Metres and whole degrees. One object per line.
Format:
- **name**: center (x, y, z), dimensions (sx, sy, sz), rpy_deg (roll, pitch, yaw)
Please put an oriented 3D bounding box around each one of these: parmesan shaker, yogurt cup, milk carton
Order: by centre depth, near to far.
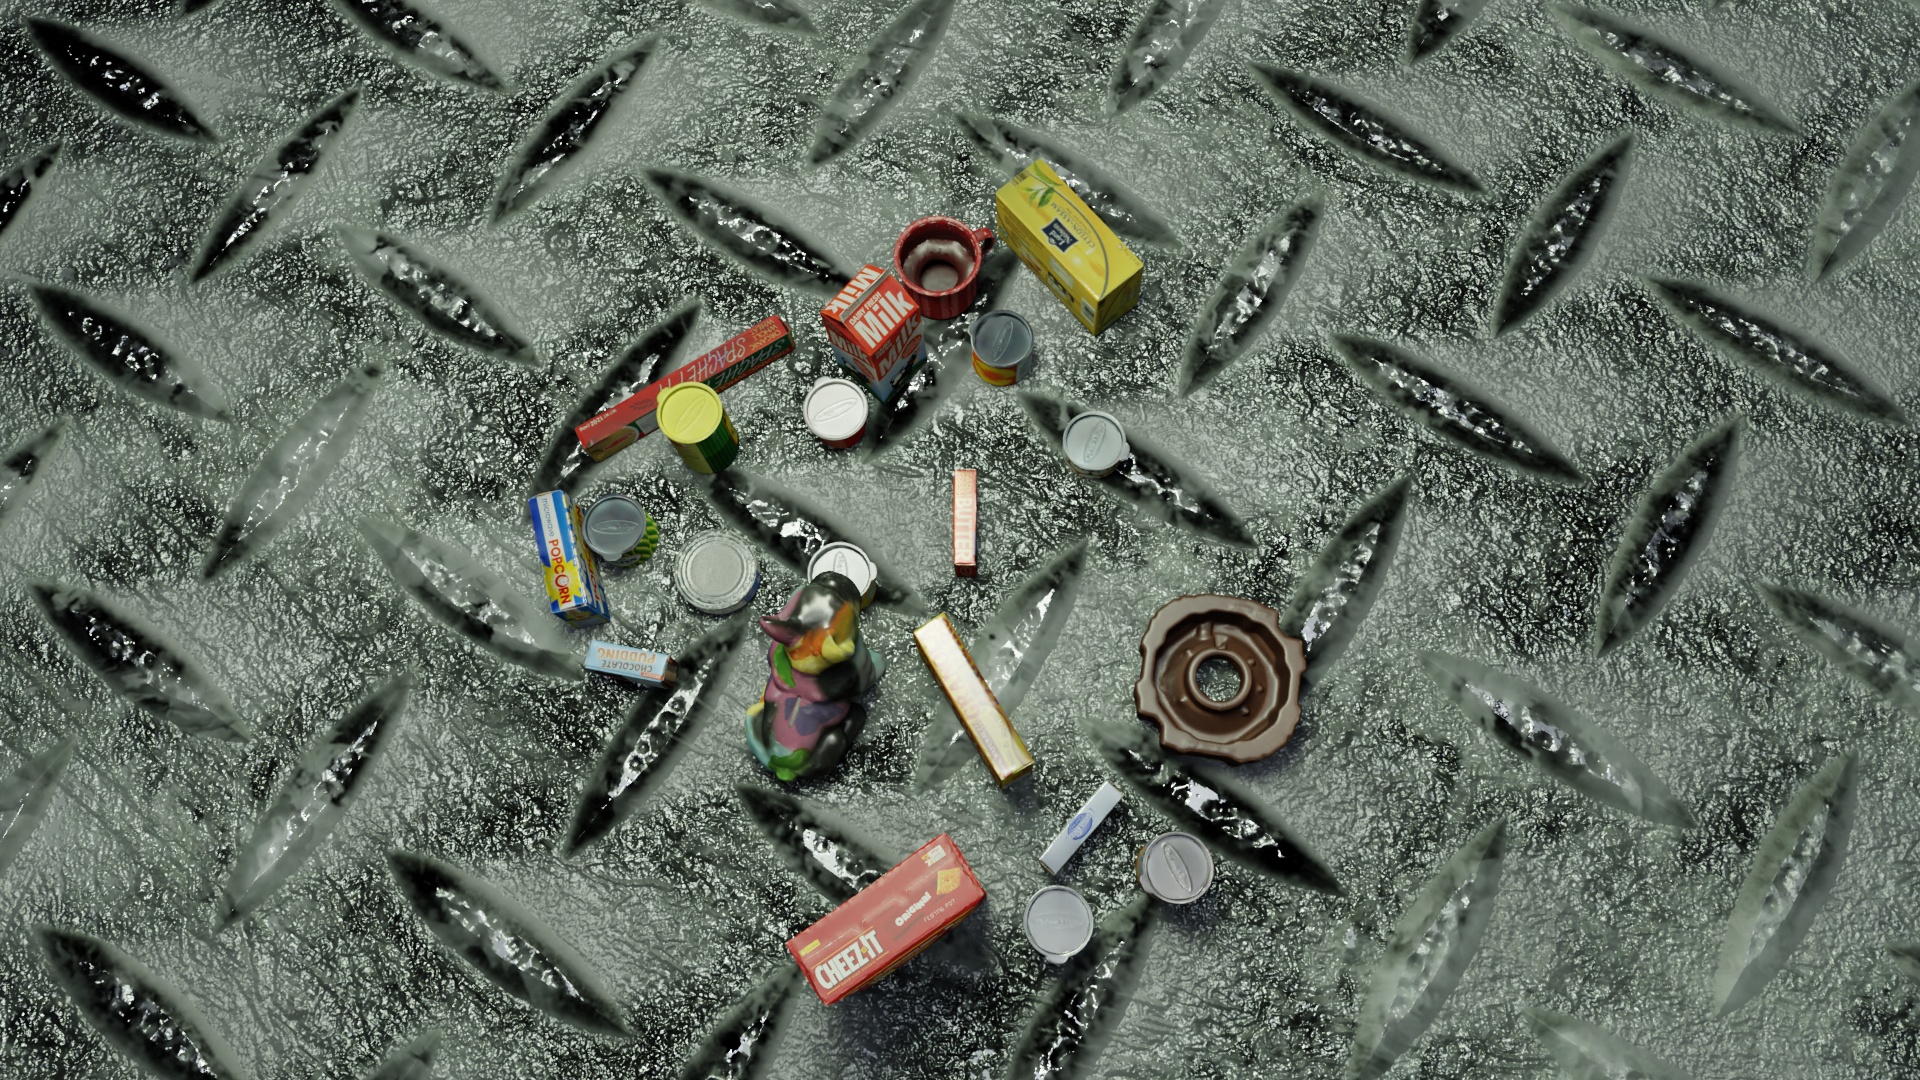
- **milk carton**: center (-0.088, -0.216, 1.423), dimensions (0.073, 0.190, 0.072), rpy_deg (41, 80, 11)
- **parmesan shaker**: center (-0.273, -0.118, 1.446), dimensions (0.071, 0.103, 0.071), rpy_deg (0, 75, 2)
- **yogurt cup**: center (-0.130, -0.131, 1.472), dimensions (0.072, 0.054, 0.072), rpy_deg (0, 75, 1)

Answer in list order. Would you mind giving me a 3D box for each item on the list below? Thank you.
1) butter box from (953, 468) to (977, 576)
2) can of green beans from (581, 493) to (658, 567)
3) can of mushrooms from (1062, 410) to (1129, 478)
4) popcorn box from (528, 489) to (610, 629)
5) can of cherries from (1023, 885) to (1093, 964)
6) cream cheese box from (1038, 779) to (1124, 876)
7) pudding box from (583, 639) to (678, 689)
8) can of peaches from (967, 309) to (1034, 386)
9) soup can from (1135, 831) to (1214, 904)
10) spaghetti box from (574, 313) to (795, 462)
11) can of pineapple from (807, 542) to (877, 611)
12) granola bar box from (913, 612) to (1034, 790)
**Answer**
- **butter box**: center (0.005, -0.018, 1.438), dimensions (0.024, 0.053, 0.104), rpy_deg (0, 75, 2)
- **can of green beans**: center (-0.353, -0.009, 1.442), dimensions (0.071, 0.057, 0.071), rpy_deg (0, 75, 1)
- **can of mushrooms**: center (0.143, -0.099, 1.466), dimensions (0.071, 0.033, 0.071), rpy_deg (0, 75, 1)
- **popcorn box**: center (-0.400, 0.020, 1.421), dimensions (0.038, 0.085, 0.127), rpy_deg (-16, 75, -2)
- **can of cherries**: center (0.092, 0.367, 1.328), dimensions (0.071, 0.058, 0.071), rpy_deg (0, 75, 1)
- **cream cheese box**: center (0.116, 0.280, 1.354), dimensions (0.024, 0.053, 0.104), rpy_deg (41, 80, 11)
- **pudding box**: center (-0.334, 0.126, 1.409), dimensions (0.084, 0.049, 0.030), rpy_deg (11, 76, 4)
- **can of peaches**: center (0.043, -0.206, 1.485), dimensions (0.071, 0.058, 0.071), rpy_deg (0, 75, 1)
- **soup can**: center (0.200, 0.314, 1.327), dimensions (0.071, 0.083, 0.071), rpy_deg (0, 75, 2)
- **spaghetti box**: center (-0.291, -0.163, 1.486), dimensions (0.250, 0.050, 0.029), rpy_deg (-31, 77, -7)
- **can of pineapple**: center (-0.119, 0.041, 1.422), dimensions (0.071, 0.057, 0.071), rpy_deg (0, 75, 1)
- **granola bar box**: center (0.012, 0.160, 1.352), dimensions (0.039, 0.124, 0.166), rpy_deg (-30, 76, -6)
